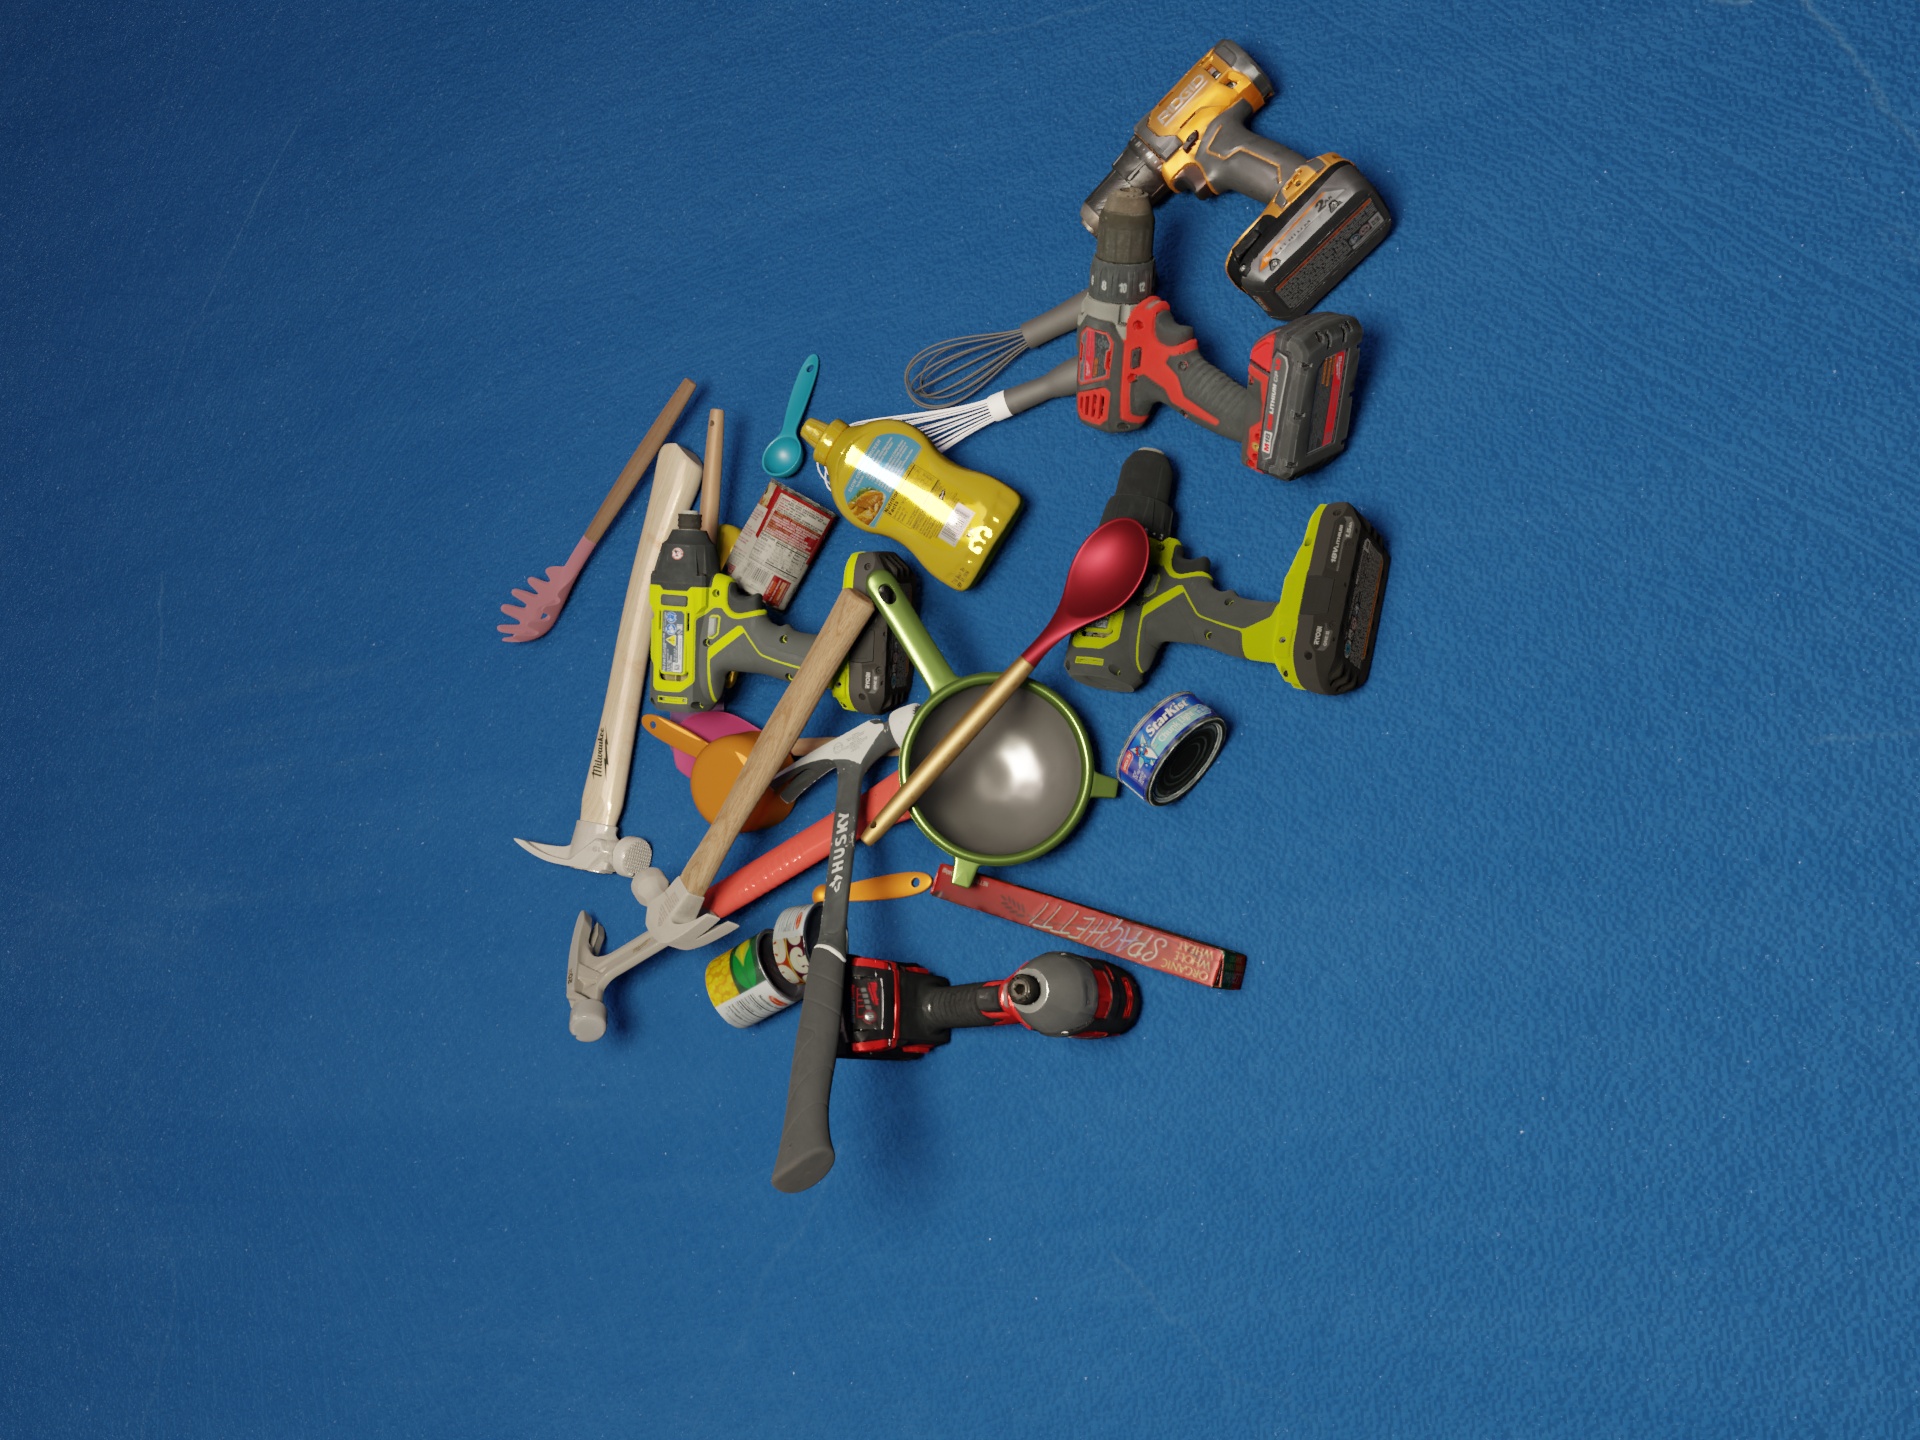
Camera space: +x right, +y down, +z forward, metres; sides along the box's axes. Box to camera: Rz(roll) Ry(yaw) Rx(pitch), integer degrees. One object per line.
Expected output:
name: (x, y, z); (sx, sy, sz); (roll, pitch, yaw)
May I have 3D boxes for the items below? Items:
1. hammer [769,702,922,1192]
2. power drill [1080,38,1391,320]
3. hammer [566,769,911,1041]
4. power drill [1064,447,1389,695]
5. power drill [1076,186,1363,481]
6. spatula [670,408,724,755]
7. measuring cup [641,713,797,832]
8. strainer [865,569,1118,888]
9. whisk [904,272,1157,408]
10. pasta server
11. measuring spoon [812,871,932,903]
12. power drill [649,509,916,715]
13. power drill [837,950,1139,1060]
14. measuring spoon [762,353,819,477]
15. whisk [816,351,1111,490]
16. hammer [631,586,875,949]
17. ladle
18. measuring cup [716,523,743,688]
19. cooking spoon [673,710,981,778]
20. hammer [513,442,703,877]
hammer: (-0.101, 0.160, 1.197); (0.149, 0.036, 0.409); (-21, 41, 24)
power drill: (0.209, -0.416, 1.270); (0.185, 0.084, 0.226); (-43, 57, 16)
hammer: (-0.187, 0.137, 1.360); (0.359, 0.036, 0.149); (-32, 32, 12)
power drill: (0.197, -0.111, 1.201); (0.229, 0.080, 0.190); (8, 80, 33)
power drill: (0.184, -0.291, 1.203); (0.227, 0.080, 0.187); (27, 129, 35)
spatula: (-0.232, -0.124, 1.448); (0.060, 0.018, 0.316); (6, 93, 27)
measuring cup: (-0.226, 0.037, 1.393); (0.174, 0.052, 0.095); (27, 106, 21)
strainer: (-0.002, -0.004, 1.255); (0.151, 0.069, 0.256); (-32, 84, -7)
whisk: (0.057, -0.330, 1.354); (0.239, 0.055, 0.055); (-22, 68, 19)
pasta server: (-0.349, -0.199, 1.532); (0.316, 0.040, 0.060); (-53, 44, 17)
measuring spoon: (-0.076, 0.140, 1.327); (0.117, 0.011, 0.021); (-11, 73, 27)
power drill: (-0.156, -0.088, 1.345); (0.223, 0.080, 0.171); (5, 97, 15)
power drill: (0.008, 0.210, 1.188); (0.220, 0.143, 0.079); (-9, 74, 30)
measuring spoon: (-0.149, -0.280, 1.476); (0.042, 0.021, 0.129); (6, 72, 30)
whisk: (0.006, -0.257, 1.361); (0.284, 0.070, 0.070); (-18, 69, 19)
hammer: (-0.162, 0.041, 1.286); (0.331, 0.031, 0.130); (-59, 38, 10)
ladle: (0.033, -0.025, 1.196); (0.315, 0.031, 0.069); (-48, 48, 2)
measuring cup: (-0.218, -0.107, 1.459); (0.062, 0.029, 0.157); (-11, 71, 27)
cooking spoon: (-0.121, 0.023, 1.378); (0.319, 0.017, 0.069); (-1, 96, 29)
hammer: (-0.318, -0.062, 1.502); (0.146, 0.038, 0.411); (5, 80, 32)
